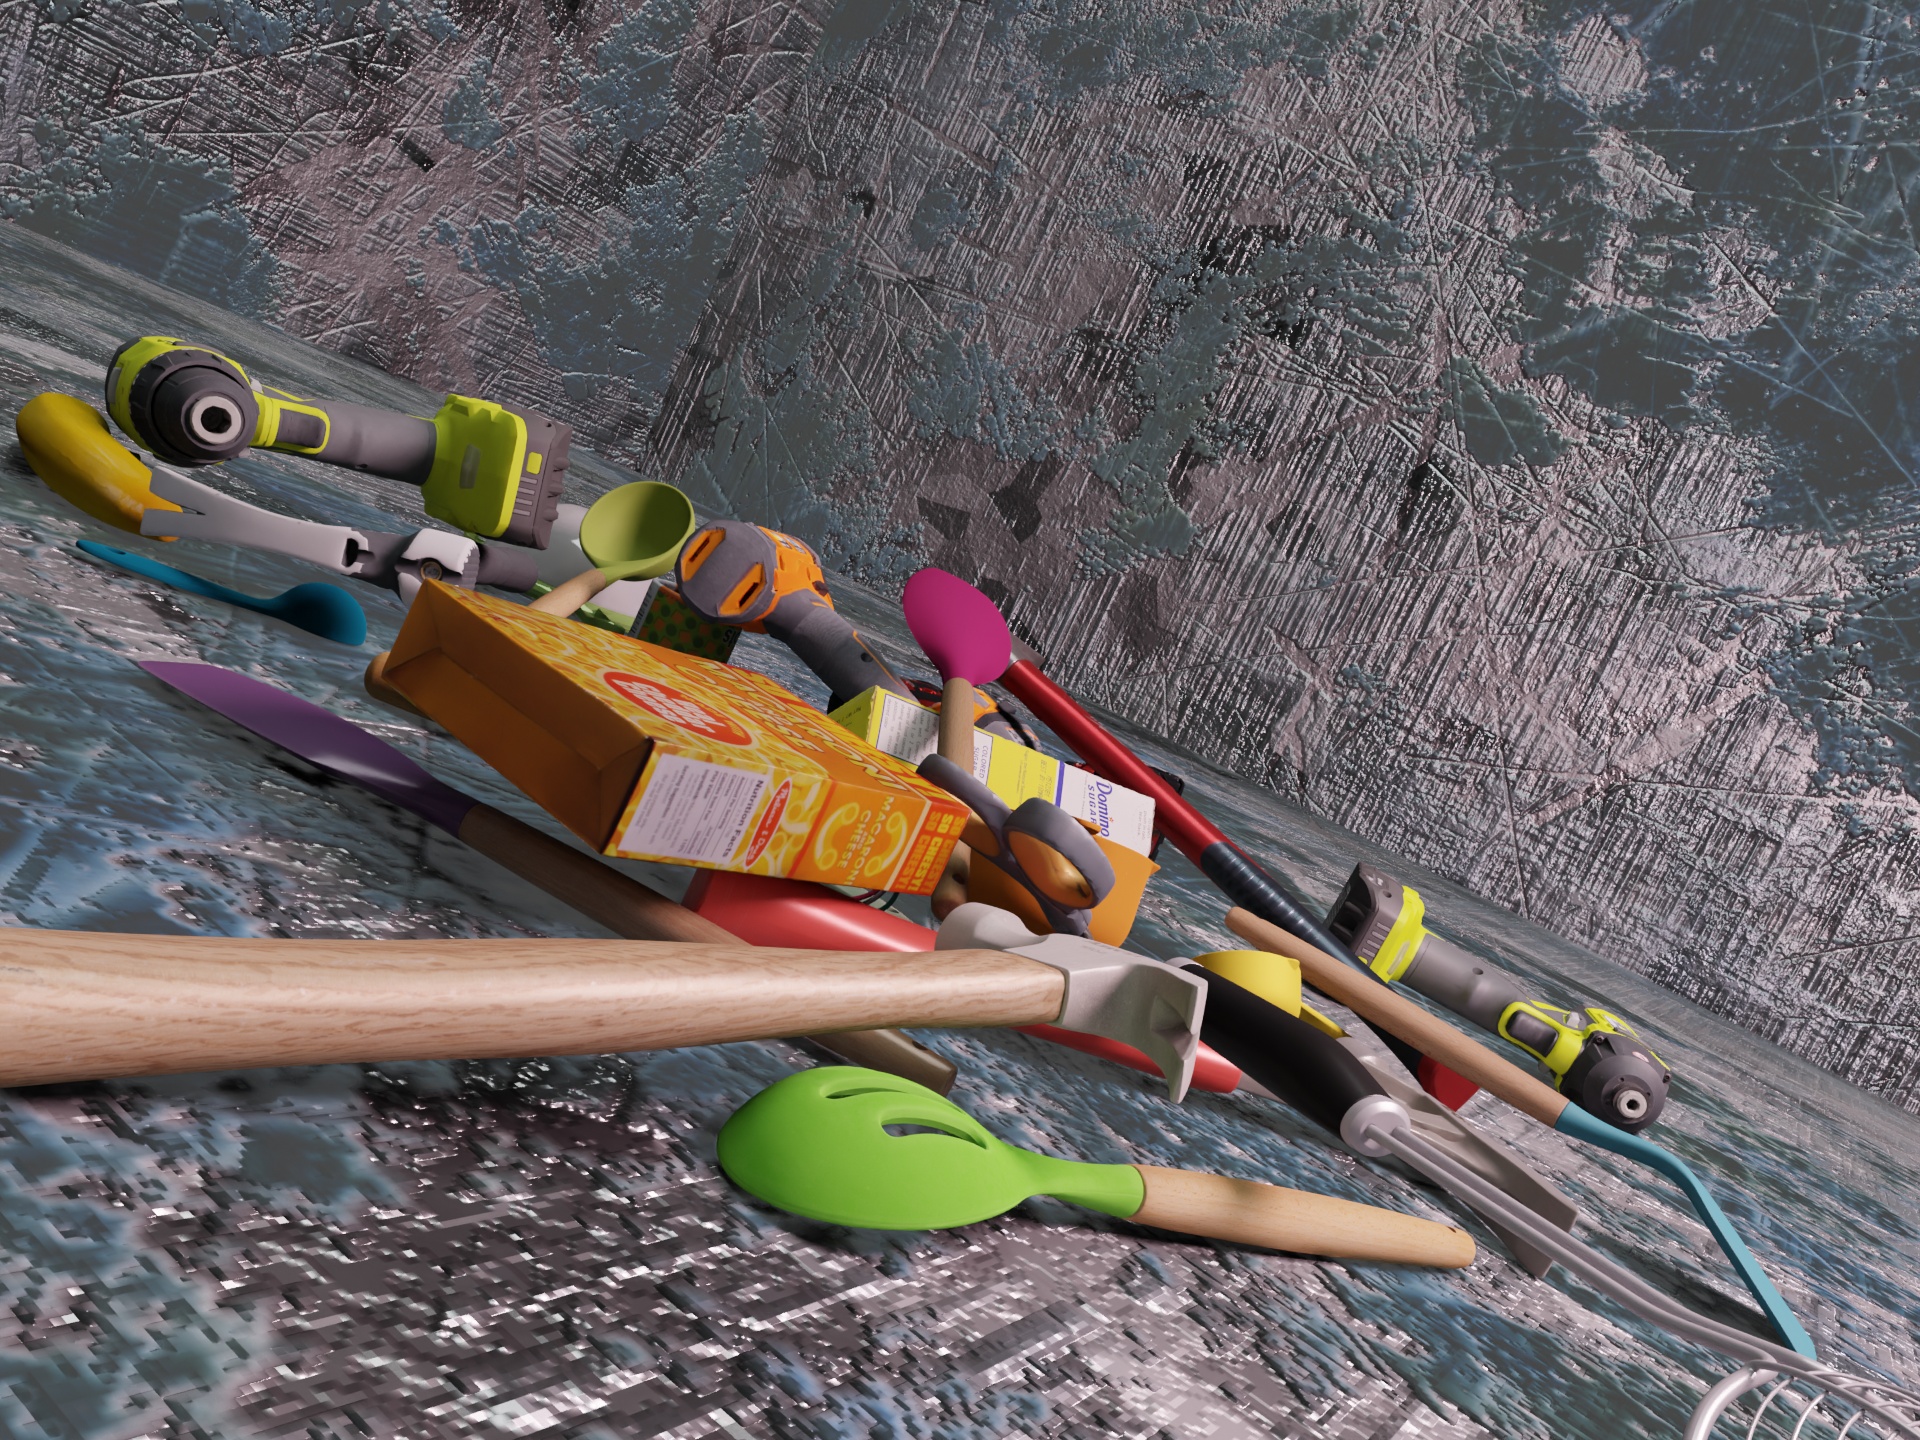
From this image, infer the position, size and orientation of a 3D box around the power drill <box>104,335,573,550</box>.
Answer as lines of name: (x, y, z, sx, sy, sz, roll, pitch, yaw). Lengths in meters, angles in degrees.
power drill: (-0.339, -0.155, 0.876, 0.228, 0.080, 0.191, 9, 9, -36)

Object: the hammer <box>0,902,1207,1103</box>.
hammer: (-0.059, 0.067, 0.389, 0.331, 0.031, 0.130, 8, 0, -45)

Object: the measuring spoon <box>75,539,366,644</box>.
measuring spoon: (-0.322, -0.064, 0.707, 0.128, 0.021, 0.042, 22, 6, -44)

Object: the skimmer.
skimmer: (0.137, 0.160, 0.421, 0.127, 0.090, 0.363, 18, 4, -25)

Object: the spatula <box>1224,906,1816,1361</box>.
spatula: (0.252, 0.180, 0.747, 0.318, 0.044, 0.082, 31, 5, 30)

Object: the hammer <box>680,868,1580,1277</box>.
hammer: (0.063, 0.121, 0.603, 0.358, 0.036, 0.149, 23, 6, -24)

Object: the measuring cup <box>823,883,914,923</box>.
measuring cup: (-0.068, 0.045, 0.715, 0.083, 0.038, 0.168, 19, 6, -45)

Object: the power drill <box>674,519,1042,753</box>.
power drill: (-0.059, -0.032, 0.974, 0.226, 0.084, 0.164, 42, 8, 8)

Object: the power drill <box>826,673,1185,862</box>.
power drill: (0.036, 0.033, 1.104, 0.227, 0.080, 0.187, 24, 5, 24)

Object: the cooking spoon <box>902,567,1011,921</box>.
cooking spoon: (-0.001, -0.002, 0.761, 0.068, 0.017, 0.319, 29, 26, -14)

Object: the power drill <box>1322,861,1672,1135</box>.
power drill: (0.338, 0.182, 1.020, 0.223, 0.080, 0.171, 29, 6, 12)

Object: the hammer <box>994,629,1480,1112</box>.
hammer: (0.139, 0.071, 0.903, 0.387, 0.038, 0.143, 44, 5, 23)

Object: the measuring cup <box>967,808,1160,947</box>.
measuring cup: (0.041, 0.072, 0.709, 0.095, 0.052, 0.173, 18, -7, 3)

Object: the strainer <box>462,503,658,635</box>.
strainer: (-0.261, -0.108, 1.129, 0.151, 0.069, 0.256, 22, 5, -26)

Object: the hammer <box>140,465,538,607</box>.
hammer: (-0.299, -0.091, 0.878, 0.149, 0.036, 0.409, 14, 3, -5)

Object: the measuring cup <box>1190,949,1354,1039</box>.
measuring cup: (0.159, 0.152, 0.764, 0.062, 0.029, 0.156, -20, -41, 34)

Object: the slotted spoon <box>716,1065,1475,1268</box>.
slotted spoon: (0.065, 0.142, 0.476, 0.313, 0.031, 0.070, 22, 2, -38)

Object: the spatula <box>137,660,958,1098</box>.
spatula: (-0.140, 0.045, 0.526, 0.316, 0.018, 0.059, 26, 6, 16)

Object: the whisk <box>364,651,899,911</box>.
whisk: (-0.130, 0.023, 0.654, 0.245, 0.051, 0.047, 21, 40, 5)

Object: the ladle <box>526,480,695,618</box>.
ladle: (-0.229, -0.090, 0.952, 0.078, 0.062, 0.320, -1, 17, 6)
